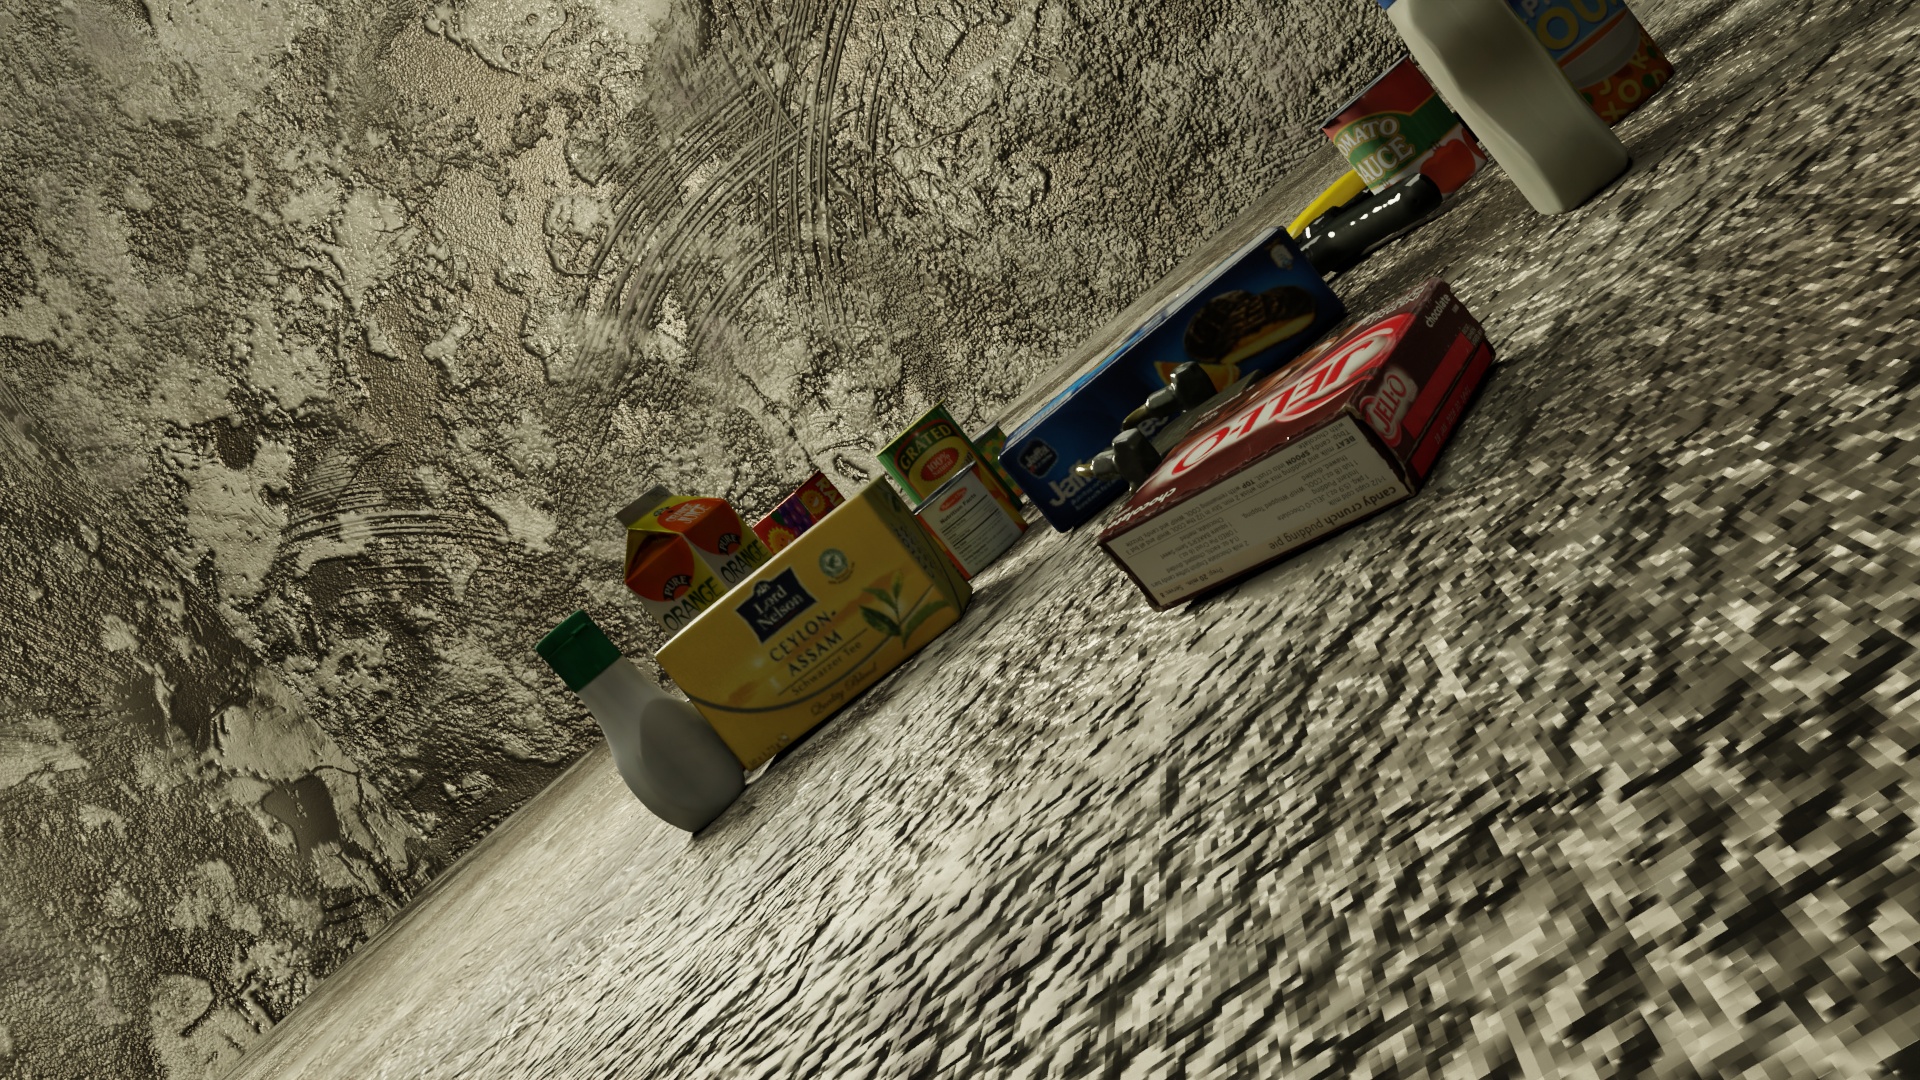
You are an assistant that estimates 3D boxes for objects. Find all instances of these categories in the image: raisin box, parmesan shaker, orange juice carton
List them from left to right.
[{"bbox_3d":[-0.178,0.041,1.039,0.072,0.192,0.072,-38,6,28],"label":"orange juice carton"},{"bbox_3d":[-0.108,0.012,1.173,0.040,0.123,0.085,-44,6,-39],"label":"raisin box"},{"bbox_3d":[-0.006,-0.049,1.073,0.071,0.103,0.071,-40,5,4],"label":"parmesan shaker"}]

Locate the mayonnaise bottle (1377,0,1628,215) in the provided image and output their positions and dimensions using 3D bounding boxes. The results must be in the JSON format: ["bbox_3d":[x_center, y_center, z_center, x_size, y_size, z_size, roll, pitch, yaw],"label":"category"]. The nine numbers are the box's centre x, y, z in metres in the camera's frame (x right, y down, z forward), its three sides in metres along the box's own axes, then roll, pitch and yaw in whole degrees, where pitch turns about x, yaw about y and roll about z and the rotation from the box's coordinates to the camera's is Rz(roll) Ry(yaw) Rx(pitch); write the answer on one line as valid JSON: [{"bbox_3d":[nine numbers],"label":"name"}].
[{"bbox_3d":[0.214,-0.203,0.574,0.041,0.148,0.065,-38,5,21],"label":"mayonnaise bottle"}]

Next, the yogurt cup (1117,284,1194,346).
[{"bbox_3d":[0.152,-0.137,0.970,0.072,0.054,0.072,-40,5,4],"label":"yogurt cup"}]

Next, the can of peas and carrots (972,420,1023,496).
[{"bbox_3d":[0.025,-0.058,1.175,0.071,0.058,0.071,-40,5,4],"label":"can of peas and carrots"}]

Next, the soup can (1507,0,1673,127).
[{"bbox_3d":[0.294,-0.241,0.676,0.071,0.083,0.071,-40,5,4],"label":"soup can"}]

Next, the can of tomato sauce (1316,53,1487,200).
[{"bbox_3d":[0.277,-0.249,0.872,0.071,0.083,0.071,-40,5,4],"label":"can of tomato sauce"}]

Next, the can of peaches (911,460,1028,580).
[{"bbox_3d":[0.003,-0.012,0.945,0.071,0.058,0.071,-40,5,4],"label":"can of peaches"}]

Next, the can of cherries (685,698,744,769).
[{"bbox_3d":[-0.180,0.143,0.935,0.071,0.058,0.071,-40,5,4],"label":"can of cherries"}]

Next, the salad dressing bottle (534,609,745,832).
[{"bbox_3d":[-0.194,0.108,0.839,0.043,0.147,0.064,-35,7,46],"label":"salad dressing bottle"}]
